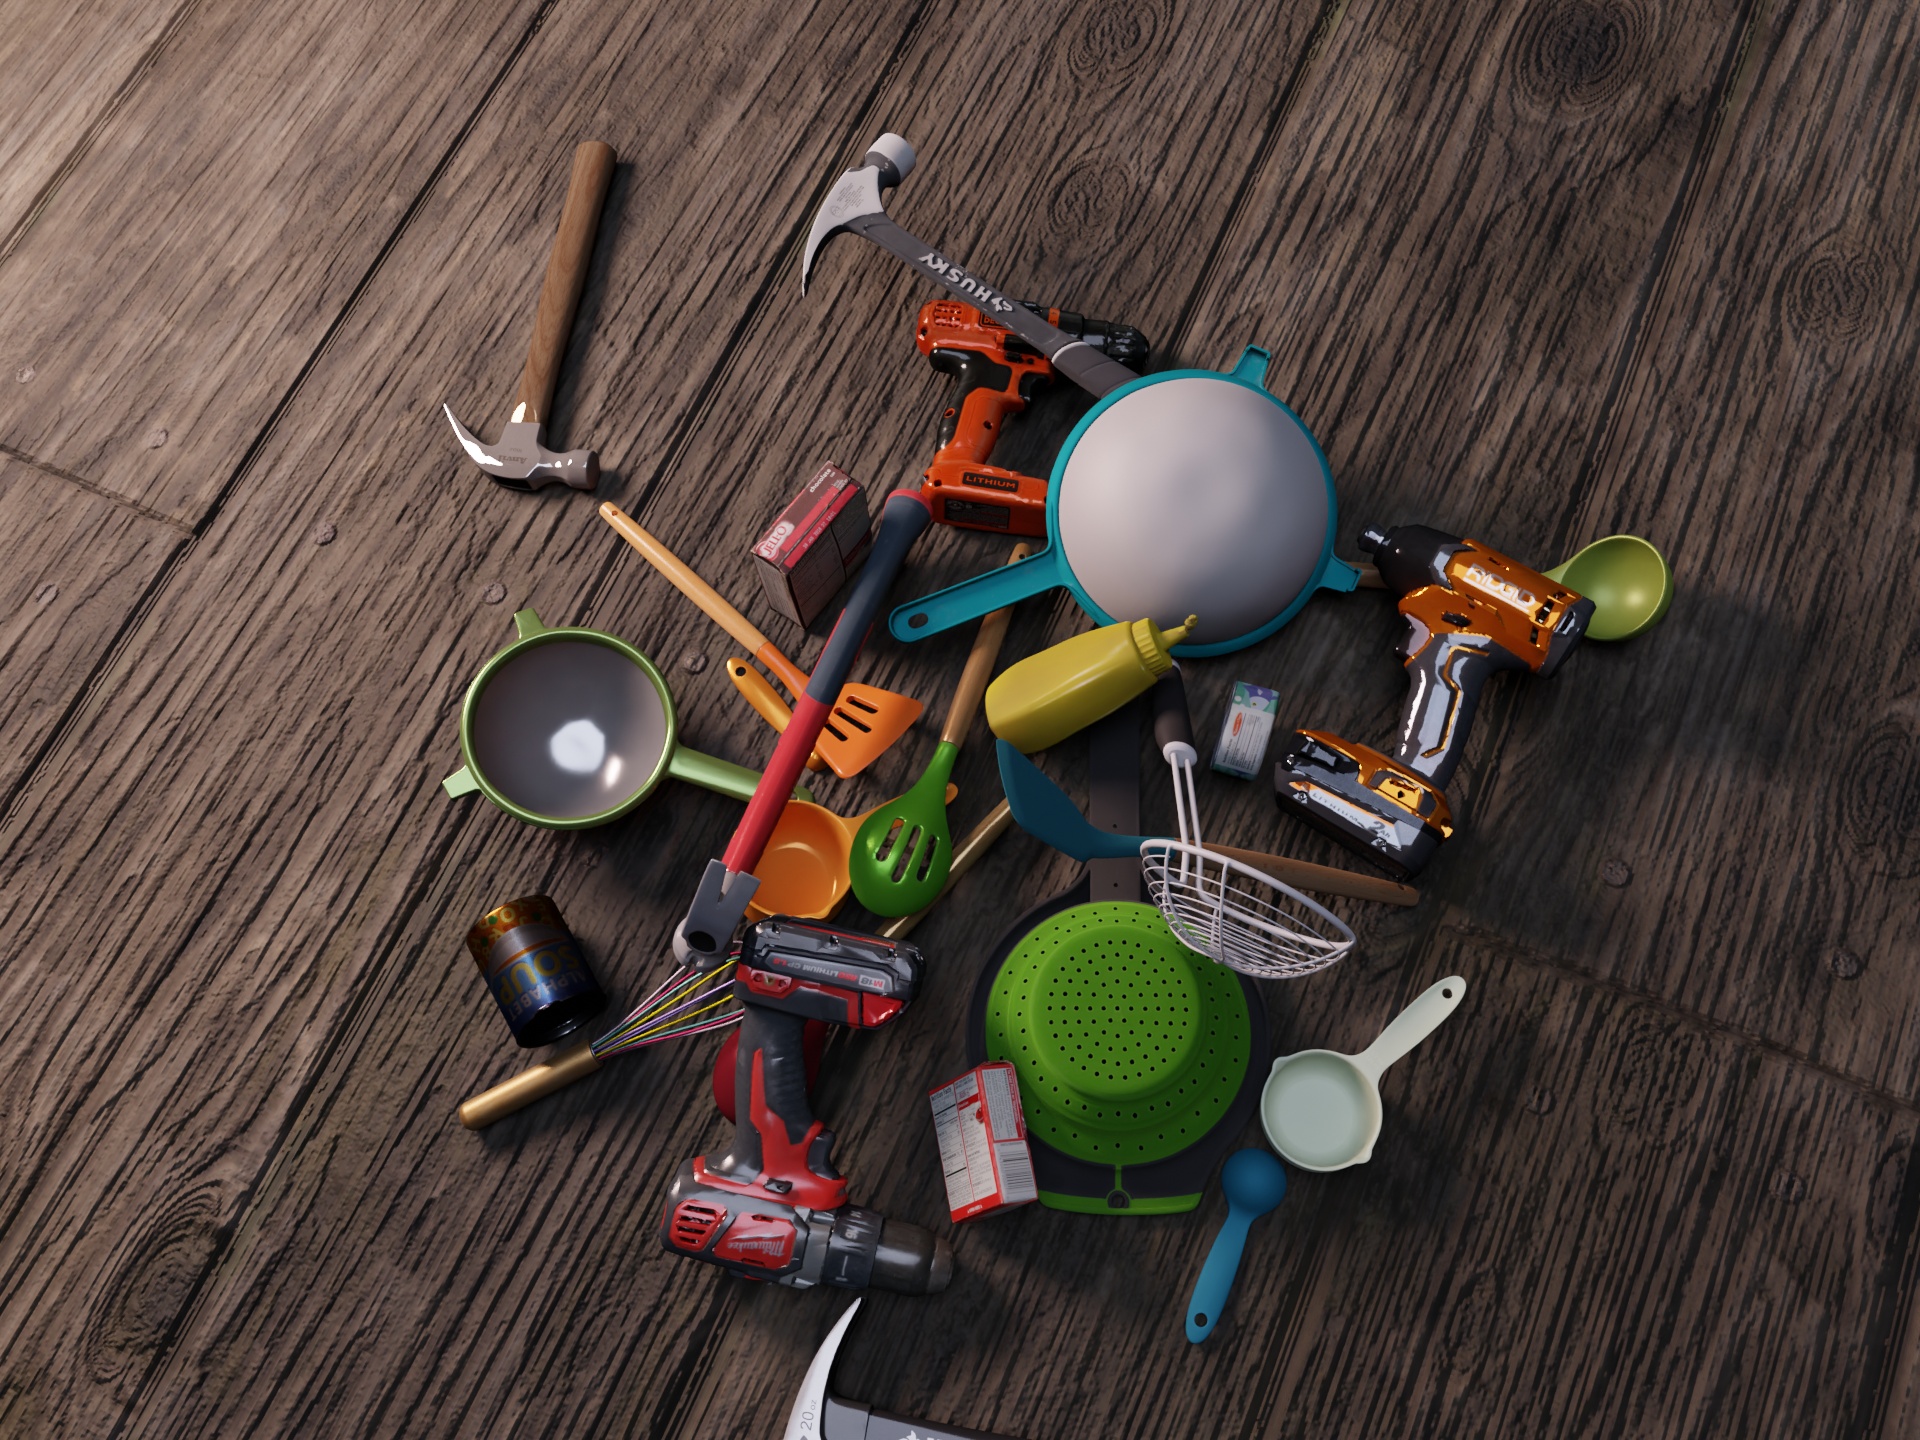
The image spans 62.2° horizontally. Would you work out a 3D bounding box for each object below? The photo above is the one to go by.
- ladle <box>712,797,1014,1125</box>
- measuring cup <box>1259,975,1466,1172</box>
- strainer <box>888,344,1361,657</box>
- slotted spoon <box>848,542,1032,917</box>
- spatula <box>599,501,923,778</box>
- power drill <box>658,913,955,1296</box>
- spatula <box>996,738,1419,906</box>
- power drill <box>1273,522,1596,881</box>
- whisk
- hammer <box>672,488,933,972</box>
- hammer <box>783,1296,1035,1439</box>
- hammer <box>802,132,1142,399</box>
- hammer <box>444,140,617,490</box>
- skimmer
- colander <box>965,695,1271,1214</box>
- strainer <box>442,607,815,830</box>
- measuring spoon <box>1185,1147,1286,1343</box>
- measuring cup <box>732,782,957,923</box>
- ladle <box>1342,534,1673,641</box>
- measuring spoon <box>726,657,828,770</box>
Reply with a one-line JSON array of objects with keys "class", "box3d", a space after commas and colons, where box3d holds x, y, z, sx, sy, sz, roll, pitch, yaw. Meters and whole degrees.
[{"class": "ladle", "box3d": [-0.052, 0.153, 1.094, 0.069, 0.031, 0.315, 41, 78, 13]}, {"class": "measuring cup", "box3d": [0.265, 0.226, 1.036, 0.167, 0.038, 0.083, -39, 70, -12]}, {"class": "strainer", "box3d": [0.108, -0.130, 1.112, 0.340, 0.095, 0.211, -22, 87, -2]}, {"class": "slotted spoon", "box3d": [-0.002, -0.004, 1.134, 0.070, 0.031, 0.314, 26, 61, -9]}, {"class": "spatula", "box3d": [-0.164, -0.072, 1.191, 0.323, 0.041, 0.081, 41, 71, 19]}, {"class": "power drill", "box3d": [-0.079, 0.251, 1.016, 0.188, 0.080, 0.227, 13, 88, 1]}, {"class": "spatula", "box3d": [0.166, 0.082, 1.035, 0.317, 0.044, 0.082, 12, 34, -17]}, {"class": "power drill", "box3d": [0.305, -0.024, 1.089, 0.164, 0.084, 0.226, 32, 85, 16]}, {"class": "whisk", "box3d": [-0.229, 0.216, 1.088, 0.245, 0.051, 0.047, -27, 48, -1]}, {"class": "hammer", "box3d": [-0.093, -0.020, 1.075, 0.038, 0.143, 0.387, 25, 58, -4]}, {"class": "hammer", "box3d": [0.059, 0.451, 0.968, 0.335, 0.035, 0.146, 7, 70, 8]}, {"class": "hammer", "box3d": [0.064, -0.284, 1.197, 0.409, 0.036, 0.149, 35, 71, 6]}, {"class": "hammer", "box3d": [-0.336, -0.341, 1.317, 0.130, 0.031, 0.331, 5, 69, 7]}, {"class": "skimmer", "box3d": [0.160, 0.034, 0.991, 0.127, 0.364, 0.090, 30, 117, -15]}, {"class": "colander", "box3d": [0.104, 0.120, 1.061, 0.204, 0.094, 0.397, 0, 69, 5]}, {"class": "strainer", "box3d": [-0.230, 0.029, 1.153, 0.256, 0.069, 0.151, 19, 69, -5]}, {"class": "measuring spoon", "box3d": [0.172, 0.332, 1.009, 0.042, 0.021, 0.129, 21, 71, 13]}, {"class": "measuring cup", "box3d": [-0.081, 0.090, 1.119, 0.173, 0.052, 0.095, -23, 68, -20]}, {"class": "ladle", "box3d": [0.343, -0.105, 1.149, 0.320, 0.062, 0.078, 6, 77, 10]}, {"class": "measuring spoon", "box3d": [-0.137, -0.007, 1.178, 0.021, 0.011, 0.117, -39, 70, -10]}]
